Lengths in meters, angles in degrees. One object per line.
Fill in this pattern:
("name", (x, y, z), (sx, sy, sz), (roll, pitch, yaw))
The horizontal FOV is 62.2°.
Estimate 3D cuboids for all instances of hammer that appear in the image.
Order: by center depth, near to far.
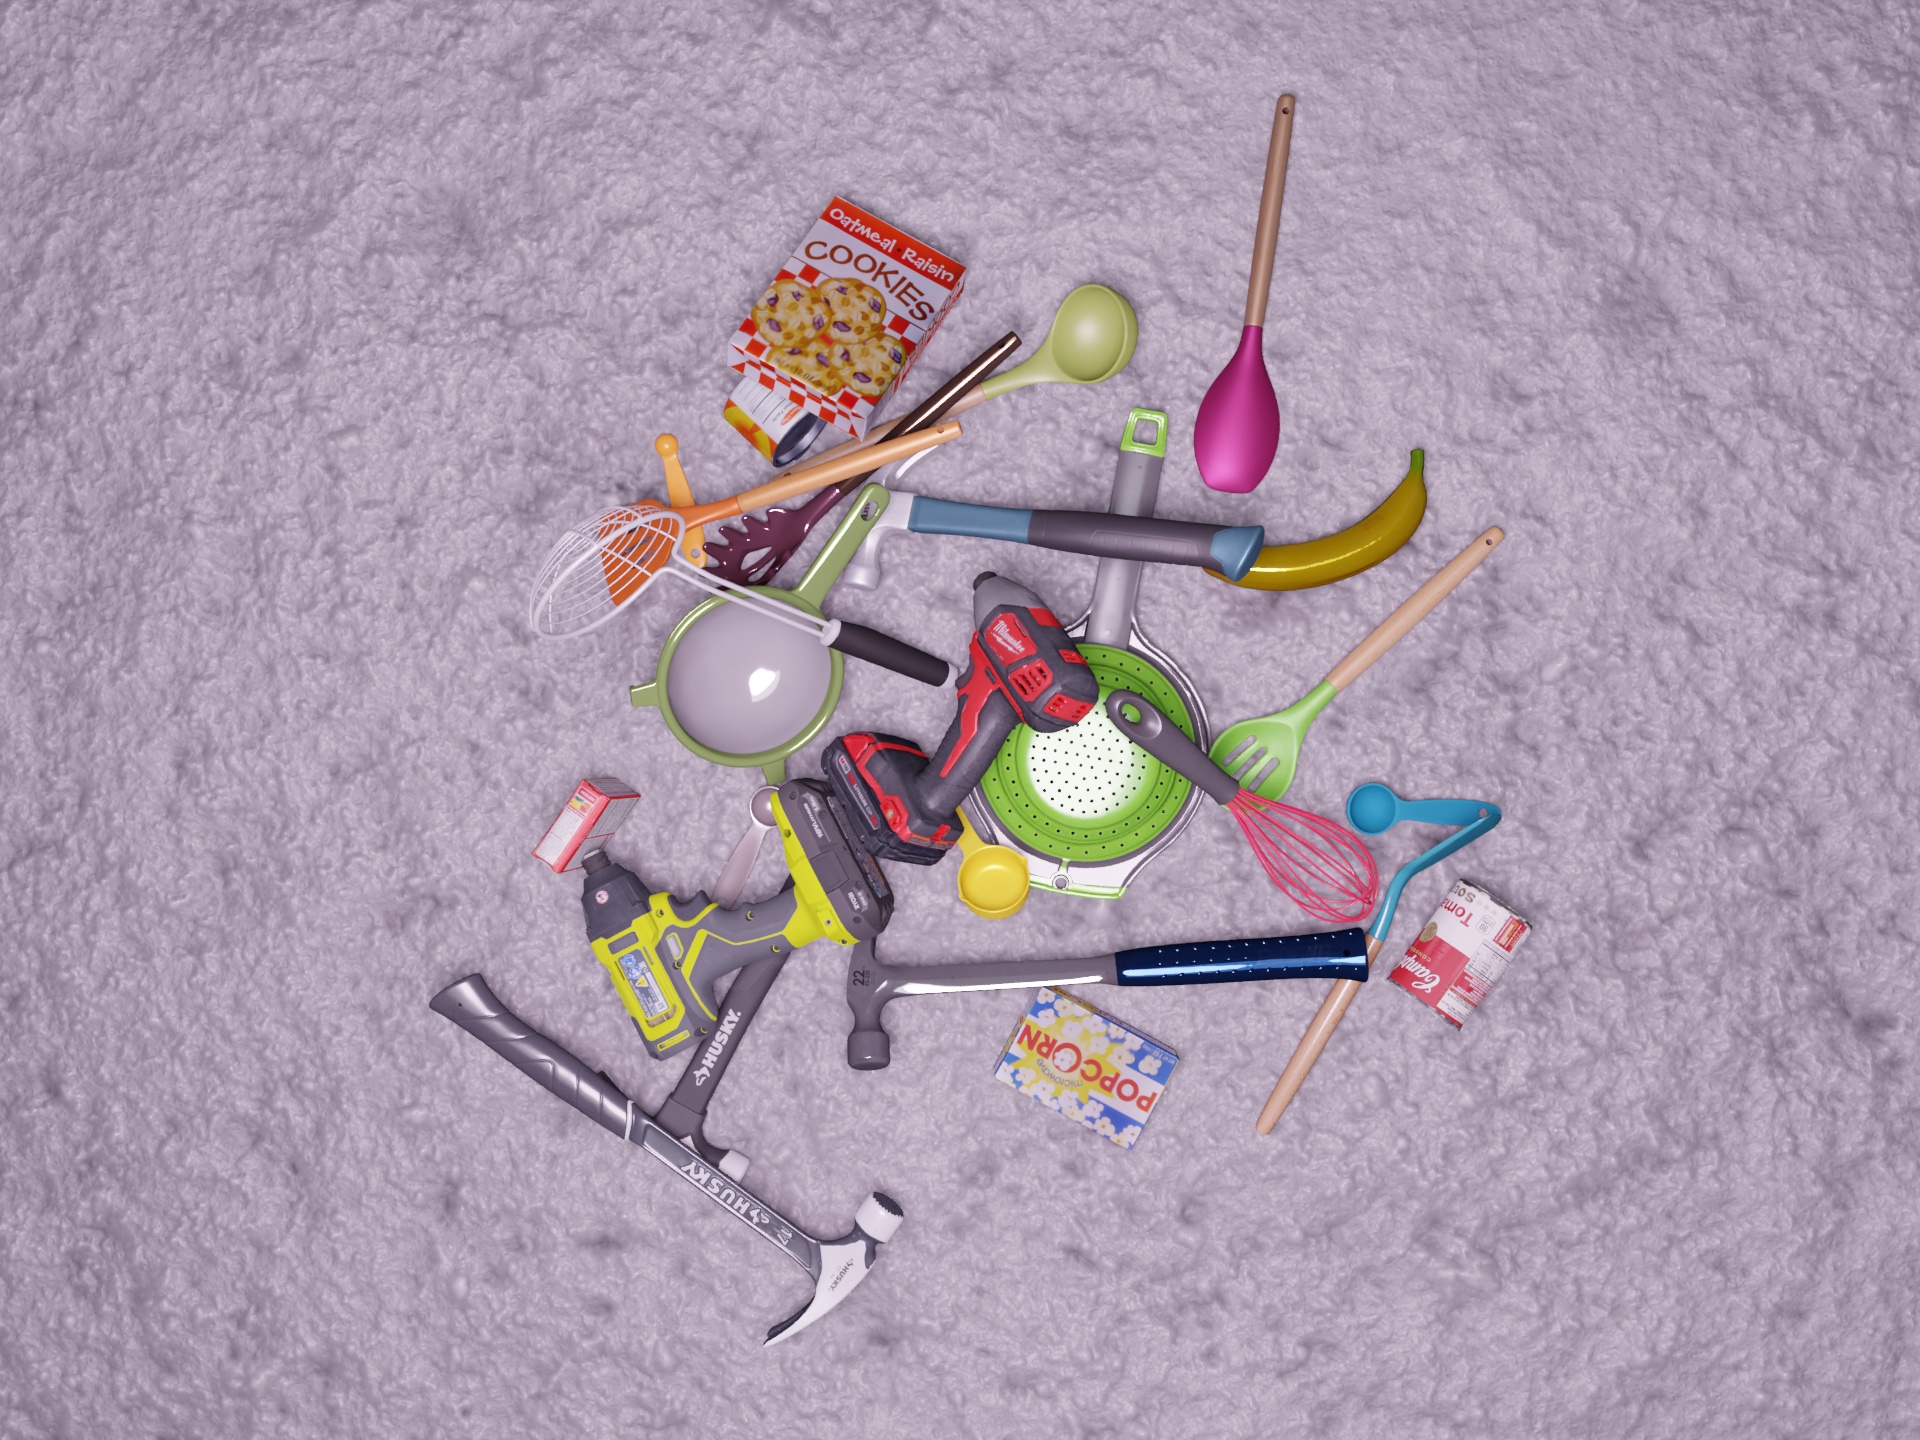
("hammer", (0.069, -0.147, 1.234), (0.331, 0.033, 0.128), (9, 85, 21))
("hammer", (0.111, 0.190, 1.250), (0.405, 0.035, 0.144), (-4, 66, 5))
("hammer", (-0.251, 0.335, 1.270), (0.409, 0.036, 0.149), (35, 93, 1))
("hammer", (-0.172, 0.208, 1.298), (0.146, 0.035, 0.335), (28, 92, 2))

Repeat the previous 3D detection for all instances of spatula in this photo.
("spatula", (-0.149, -0.177, 1.259), (0.322, 0.041, 0.081), (-17, 77, 12))
("spatula", (0.326, 0.200, 1.265), (0.044, 0.082, 0.317), (32, 98, 24))

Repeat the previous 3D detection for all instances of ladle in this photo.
("ladle", (-0.008, -0.257, 1.274), (0.320, 0.062, 0.078), (-23, 76, 6))

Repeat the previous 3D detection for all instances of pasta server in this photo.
("pasta server", (-0.079, -0.203, 1.262), (0.316, 0.040, 0.060), (-38, 70, 14))

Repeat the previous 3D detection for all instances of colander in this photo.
("colander", (0.114, -0.054, 1.250), (0.204, 0.094, 0.397), (11, 91, 3))

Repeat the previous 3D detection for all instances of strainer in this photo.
("strainer", (-0.143, -0.086, 1.263), (0.151, 0.069, 0.256), (33, 95, -30))

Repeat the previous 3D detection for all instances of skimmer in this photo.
("skimmer", (-0.142, -0.064, 1.173), (0.363, 0.090, 0.127), (20, 127, -35))

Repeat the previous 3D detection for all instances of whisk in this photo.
("whisk", (0.219, 0.065, 1.219), (0.295, 0.073, 0.073), (37, 93, -21))

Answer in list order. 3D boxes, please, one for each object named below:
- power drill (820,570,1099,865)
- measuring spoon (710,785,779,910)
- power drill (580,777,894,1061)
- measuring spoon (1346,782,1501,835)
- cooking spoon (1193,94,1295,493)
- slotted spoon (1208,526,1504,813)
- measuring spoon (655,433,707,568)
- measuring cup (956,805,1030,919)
("power drill", (-0.002, -0.004, 1.211), (0.219, 0.078, 0.143), (-47, 53, 23))
("measuring spoon", (-0.175, 0.109, 1.310), (0.034, 0.018, 0.124), (29, 99, 2))
("power drill", (-0.181, 0.142, 1.245), (0.223, 0.080, 0.171), (-28, 86, 6))
("measuring spoon", (0.371, 0.072, 1.281), (0.128, 0.021, 0.042), (3, 91, -6))
("cooking spoon", (0.239, -0.342, 1.278), (0.069, 0.017, 0.319), (8, 92, 2))
("slotted spoon", (0.317, -0.043, 1.274), (0.314, 0.031, 0.070), (-43, 89, 1))
("measuring spoon", (-0.230, -0.180, 1.307), (0.021, 0.011, 0.117), (-15, 90, 3))
("measuring cup", (0.002, 0.094, 1.275), (0.062, 0.029, 0.157), (-30, 60, -10))
